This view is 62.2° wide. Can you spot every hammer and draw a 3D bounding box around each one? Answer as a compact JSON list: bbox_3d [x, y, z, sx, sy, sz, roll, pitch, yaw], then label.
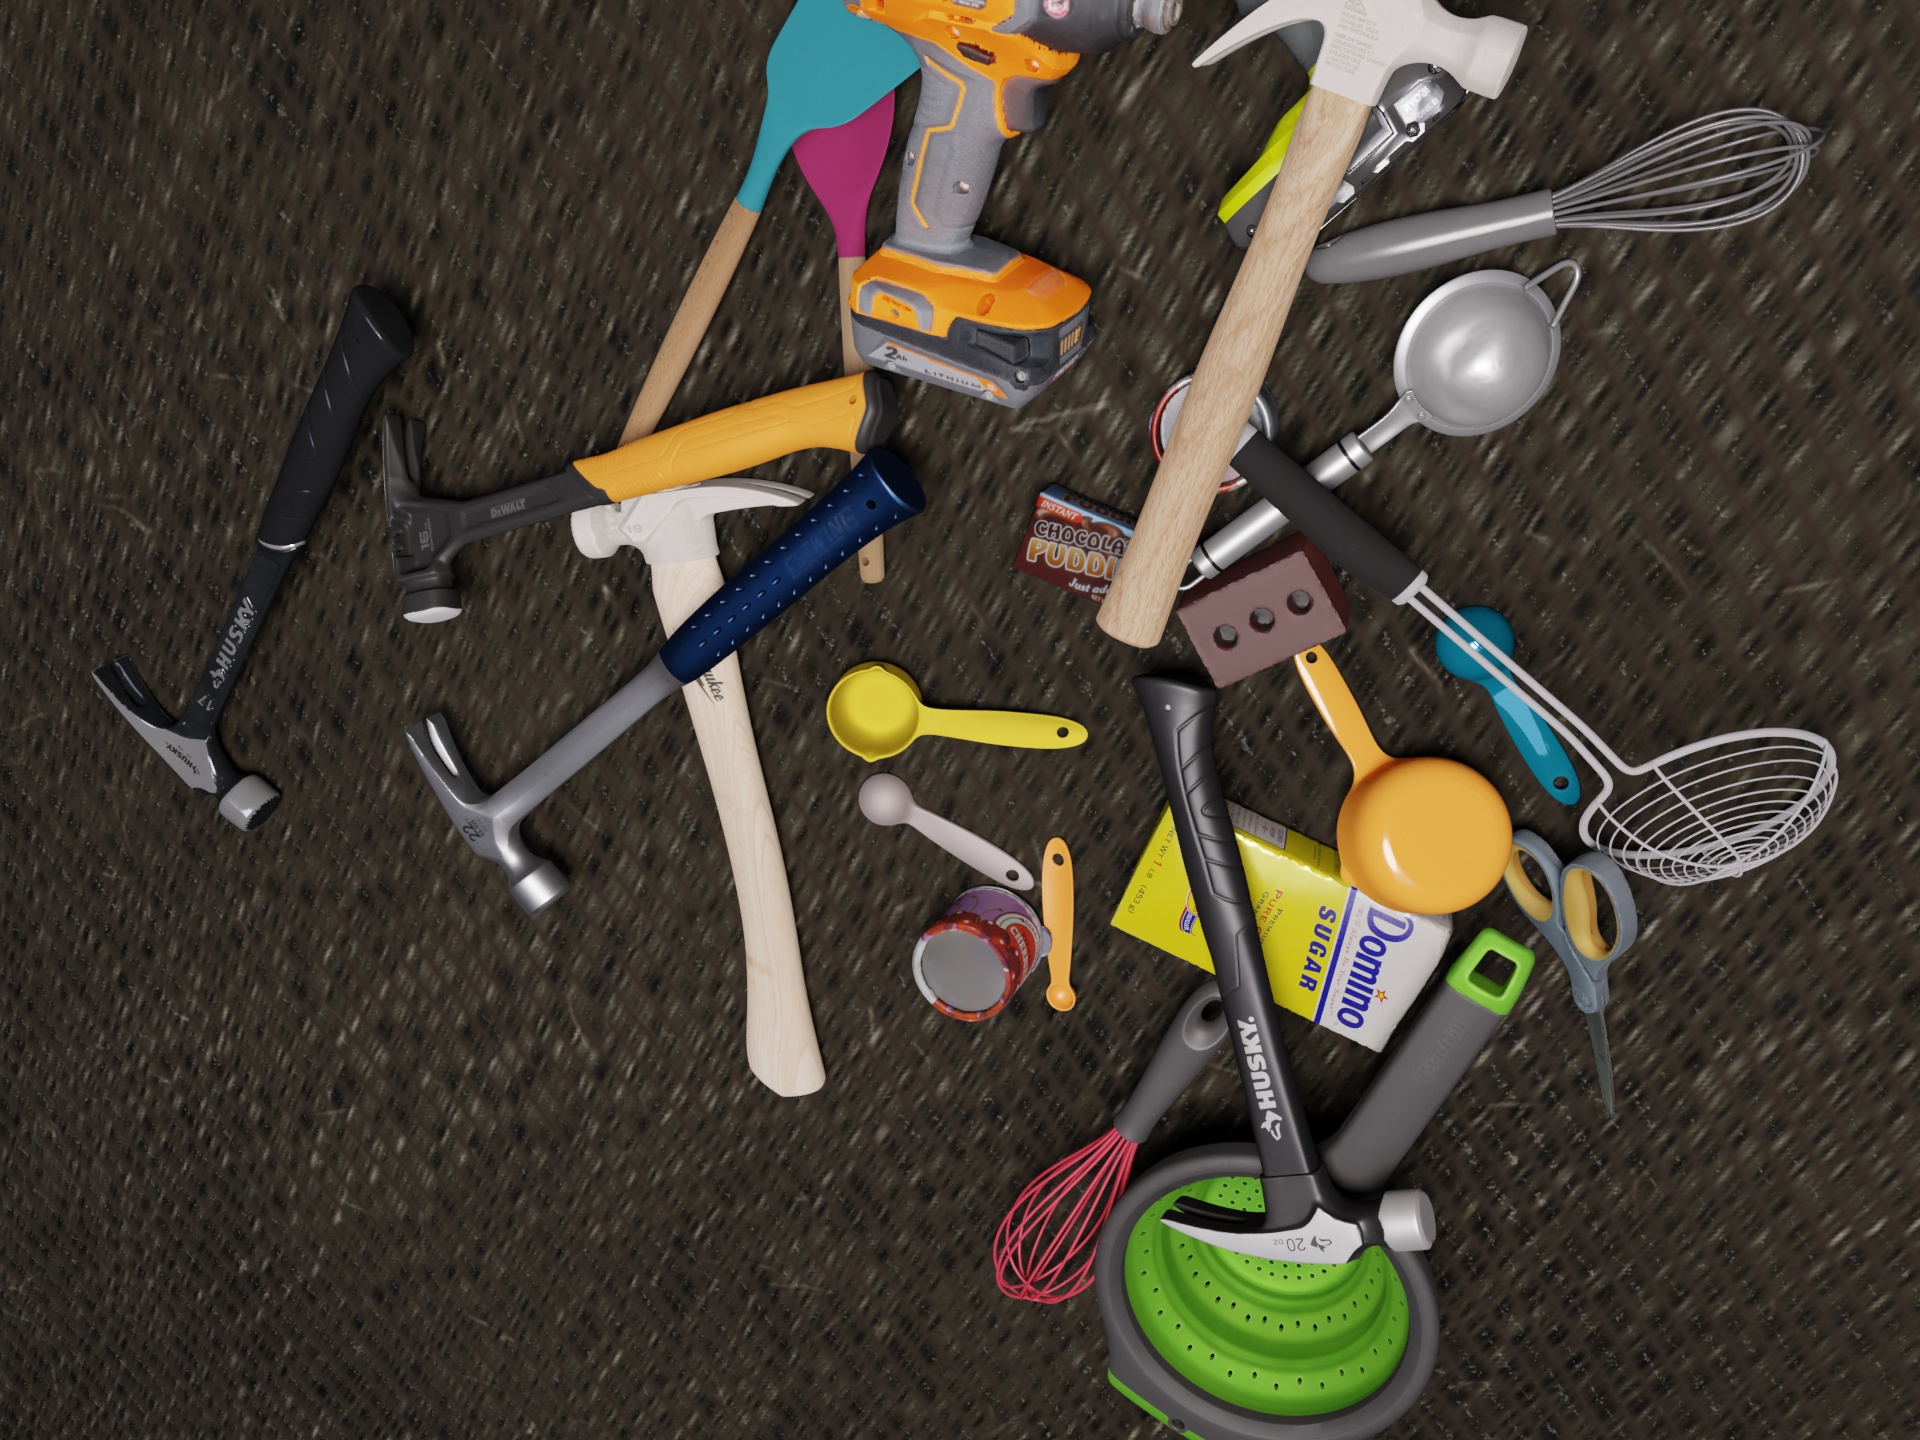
[{"bbox_3d":[0.134,-0.184,0.760,0.130,0.031,0.331,26,118,12],"label":"hammer"},{"bbox_3d":[-0.191,-0.150,0.911,0.337,0.034,0.127,-11,85,23],"label":"hammer"},{"bbox_3d":[-0.440,-0.104,1.009,0.149,0.036,0.408,40,122,1],"label":"hammer"},{"bbox_3d":[0.149,0.135,0.880,0.146,0.035,0.335,-15,90,29],"label":"hammer"},{"bbox_3d":[-0.129,0.052,1.003,0.146,0.038,0.410,-4,109,16],"label":"hammer"},{"bbox_3d":[-0.179,-0.031,0.939,0.405,0.035,0.144,-36,96,30],"label":"hammer"}]

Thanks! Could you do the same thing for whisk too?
[{"bbox_3d":[0.098,0.268,0.993,0.073,0.073,0.295,29,119,4],"label":"whisk"},{"bbox_3d":[0.286,-0.249,0.772,0.239,0.055,0.055,-8,108,23],"label":"whisk"}]

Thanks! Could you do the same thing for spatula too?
[{"bbox_3d":[-0.121,-0.264,0.881,0.082,0.044,0.317,42,123,8],"label":"spatula"}]

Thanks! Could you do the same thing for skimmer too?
[{"bbox_3d":[0.287,-0.043,0.825,0.363,0.090,0.127,41,136,1],"label":"skimmer"}]

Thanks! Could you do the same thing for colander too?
[{"bbox_3d":[0.224,0.268,0.947,0.204,0.094,0.397,30,115,9],"label":"colander"}]

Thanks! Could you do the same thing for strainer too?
[{"bbox_3d":[0.213,-0.143,0.824,0.258,0.050,0.086,-37,116,23],"label":"strainer"}]

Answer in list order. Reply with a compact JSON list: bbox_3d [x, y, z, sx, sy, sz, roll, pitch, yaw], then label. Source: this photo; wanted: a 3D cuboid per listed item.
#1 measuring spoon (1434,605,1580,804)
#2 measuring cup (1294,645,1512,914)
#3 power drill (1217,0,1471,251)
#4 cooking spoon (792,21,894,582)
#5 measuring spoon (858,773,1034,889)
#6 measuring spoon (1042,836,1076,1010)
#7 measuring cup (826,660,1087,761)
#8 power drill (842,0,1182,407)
[{"bbox_3d":[0.303,-0.004,0.867,0.042,0.021,0.128,-31,98,24],"label":"measuring spoon"},{"bbox_3d":[0.234,0.027,0.870,0.095,0.052,0.173,-30,90,-5],"label":"measuring cup"},{"bbox_3d":[0.117,-0.340,0.767,0.190,0.080,0.228,-39,94,28],"label":"power drill"},{"bbox_3d":[-0.059,-0.232,0.887,0.069,0.017,0.318,7,112,25],"label":"cooking spoon"},{"bbox_3d":[-0.009,0.074,0.987,0.124,0.018,0.034,30,115,2],"label":"measuring spoon"},{"bbox_3d":[0.063,0.127,0.992,0.021,0.011,0.117,6,108,26],"label":"measuring spoon"},{"bbox_3d":[-0.002,-0.003,0.958,0.156,0.029,0.062,6,112,1],"label":"measuring cup"},{"bbox_3d":[0.020,-0.273,0.769,0.164,0.084,0.226,21,134,22],"label":"power drill"}]
